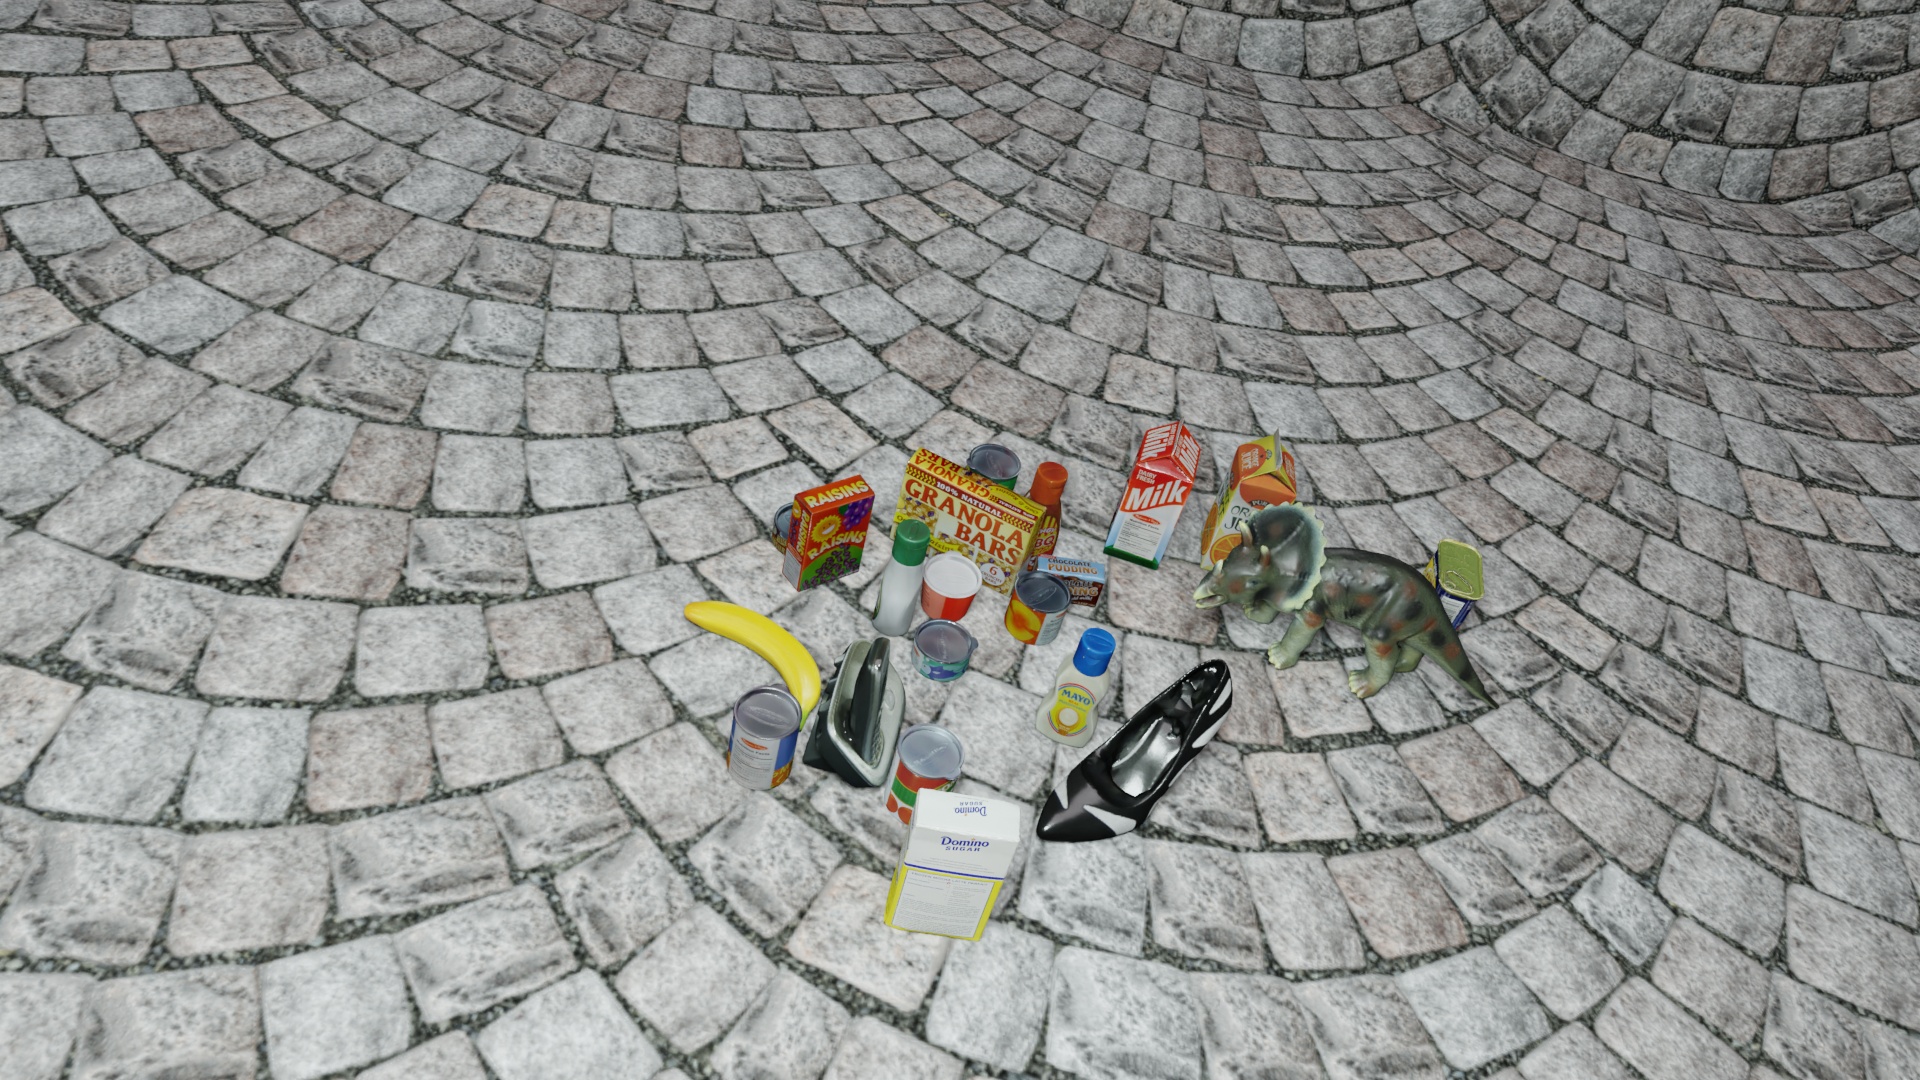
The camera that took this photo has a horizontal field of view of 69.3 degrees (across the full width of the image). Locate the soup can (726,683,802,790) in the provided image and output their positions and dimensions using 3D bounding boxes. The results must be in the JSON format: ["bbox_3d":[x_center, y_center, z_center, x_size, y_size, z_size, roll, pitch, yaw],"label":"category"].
[{"bbox_3d":[-0.192,0.192,1.360,0.071,0.083,0.072,9,43,-8],"label":"soup can"}]

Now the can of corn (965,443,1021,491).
[{"bbox_3d":[0.035,-0.078,1.734,0.071,0.058,0.071,9,43,-8],"label":"can of corn"}]

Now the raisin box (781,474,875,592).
[{"bbox_3d":[-0.148,-0.008,1.557,0.086,0.122,0.040,-18,52,-32],"label":"raisin box"}]

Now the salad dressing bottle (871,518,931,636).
[{"bbox_3d":[-0.063,0.041,1.512,0.044,0.146,0.064,18,42,3],"label":"salad dressing bottle"}]

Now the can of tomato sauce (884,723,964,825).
[{"bbox_3d":[-0.035,0.232,1.365,0.071,0.082,0.071,9,43,-8],"label":"can of tomato sauce"}]

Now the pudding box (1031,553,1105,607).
[{"bbox_3d":[0.125,0.046,1.636,0.084,0.049,0.030,10,42,-7],"label":"pudding box"}]

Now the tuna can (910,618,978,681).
[{"bbox_3d":[-0.018,0.121,1.526,0.071,0.032,0.071,9,43,-8],"label":"tuna can"}]

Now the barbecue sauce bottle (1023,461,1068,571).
[{"bbox_3d":[0.090,-0.027,1.630,0.065,0.147,0.044,-7,47,-23],"label":"barbecue sauce bottle"}]

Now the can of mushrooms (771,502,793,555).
[{"bbox_3d":[-0.187,-0.010,1.614,0.071,0.033,0.071,9,43,-8],"label":"can of mushrooms"}]

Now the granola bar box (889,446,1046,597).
[{"bbox_3d":[0.006,-0.020,1.615,0.166,0.123,0.039,26,43,11],"label":"granola bar box"}]

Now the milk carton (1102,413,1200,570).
[{"bbox_3d":[0.237,-0.062,1.680,0.073,0.189,0.073,19,42,3],"label":"milk carton"}]

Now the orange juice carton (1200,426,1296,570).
[{"bbox_3d":[0.357,-0.046,1.699,0.073,0.191,0.072,14,42,-2],"label":"orange juice carton"}]

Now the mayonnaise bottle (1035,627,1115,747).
[{"bbox_3d":[0.124,0.153,1.449,0.065,0.147,0.041,22,42,6],"label":"mayonnaise bottle"}]

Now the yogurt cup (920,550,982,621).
[{"bbox_3d":[-0.014,0.056,1.580,0.072,0.053,0.073,9,43,-8],"label":"yogurt cup"}]

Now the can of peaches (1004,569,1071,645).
[{"bbox_3d":[0.086,0.076,1.586,0.071,0.057,0.071,9,43,-8],"label":"can of peaches"}]
